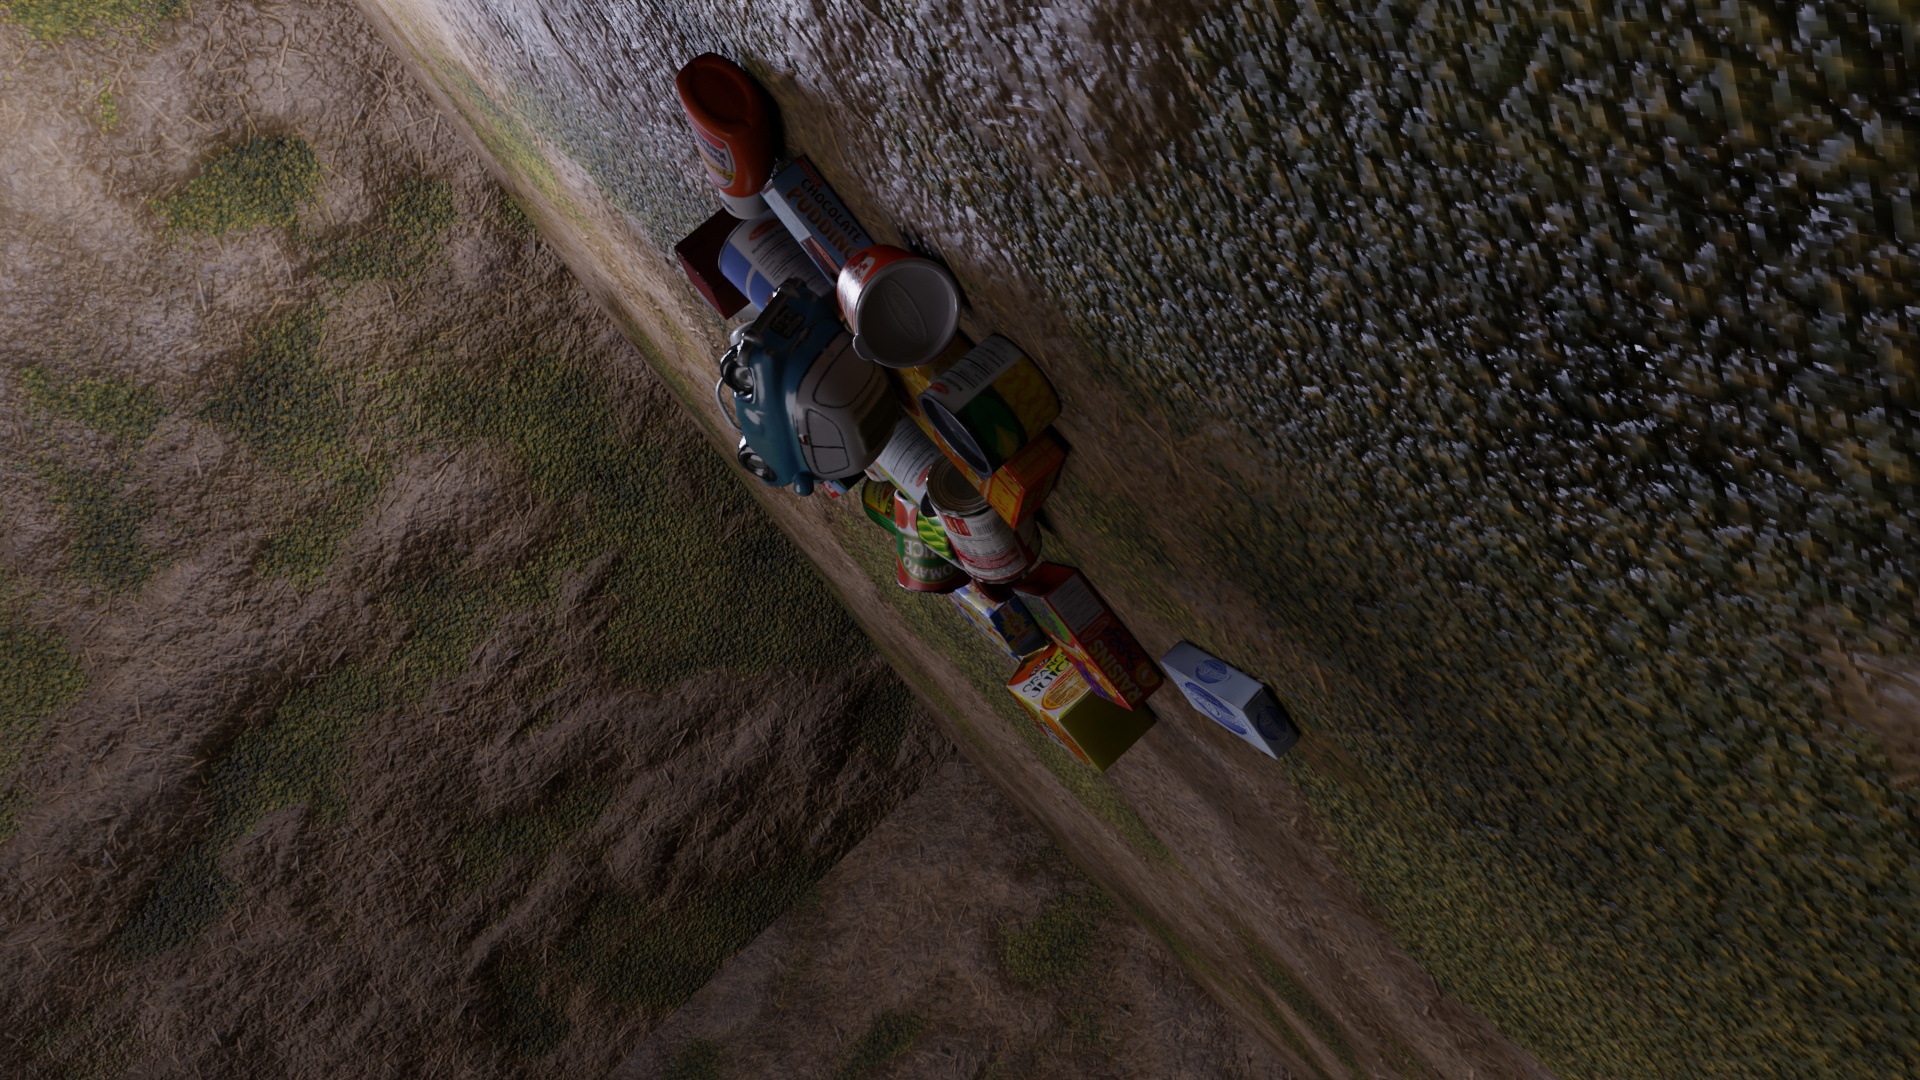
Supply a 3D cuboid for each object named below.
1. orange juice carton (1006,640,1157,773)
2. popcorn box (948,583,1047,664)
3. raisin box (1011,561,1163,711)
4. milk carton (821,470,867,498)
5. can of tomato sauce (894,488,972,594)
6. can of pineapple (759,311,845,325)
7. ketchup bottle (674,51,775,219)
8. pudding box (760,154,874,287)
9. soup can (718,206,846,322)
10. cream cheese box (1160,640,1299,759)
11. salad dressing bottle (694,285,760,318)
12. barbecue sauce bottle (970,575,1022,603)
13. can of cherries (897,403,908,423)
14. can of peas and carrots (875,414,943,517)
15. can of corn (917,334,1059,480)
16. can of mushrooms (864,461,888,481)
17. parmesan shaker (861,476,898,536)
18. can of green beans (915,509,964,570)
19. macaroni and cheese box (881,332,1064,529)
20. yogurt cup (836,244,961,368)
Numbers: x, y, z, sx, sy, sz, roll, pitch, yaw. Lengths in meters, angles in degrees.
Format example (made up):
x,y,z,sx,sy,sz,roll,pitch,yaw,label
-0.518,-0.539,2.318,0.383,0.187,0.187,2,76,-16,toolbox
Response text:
x,y,z,sx,sy,sz,roll,pitch,yaw,label
0.106,0.153,1.341,0.071,0.073,0.193,51,171,-15,orange juice carton
0.028,0.067,1.460,0.127,0.038,0.085,38,165,49,popcorn box
0.105,0.077,1.146,0.123,0.040,0.086,52,169,-12,raisin box
-0.117,-0.092,1.366,0.072,0.073,0.190,49,171,-5,milk carton
-0.024,-0.003,1.220,0.071,0.071,0.082,33,130,57,can of tomato sauce
-0.127,-0.164,1.084,0.071,0.071,0.057,44,137,23,can of pineapple
-0.149,-0.260,0.922,0.065,0.043,0.148,48,171,7,ketchup bottle
-0.093,-0.208,0.913,0.083,0.030,0.049,51,169,-15,pudding box
-0.125,-0.191,1.017,0.084,0.071,0.071,46,170,13,soup can
0.184,0.108,0.951,0.053,0.024,0.104,51,171,-26,cream cheese box
-0.169,-0.210,1.178,0.148,0.064,0.043,32,156,37,salad dressing bottle
0.003,0.009,1.318,0.064,0.044,0.149,60,167,-29,barbecue sauce bottle
-0.072,-0.114,1.085,0.071,0.071,0.058,46,170,14,can of cherries
-0.023,-0.061,1.090,0.059,0.071,0.070,45,170,22,can of peas and carrots
0.019,-0.079,0.837,0.071,0.058,0.071,47,170,11,can of corn
-0.058,-0.083,1.157,0.033,0.071,0.071,53,170,-29,can of mushrooms
-0.050,-0.032,1.307,0.071,0.071,0.103,53,170,-23,parmesan shaker
0.004,-0.012,1.157,0.071,0.071,0.058,54,168,-28,can of green beans
-0.002,-0.093,0.936,0.166,0.040,0.123,48,171,8,macaroni and cheese box
-0.040,-0.144,0.834,0.072,0.072,0.054,56,176,-38,yogurt cup
